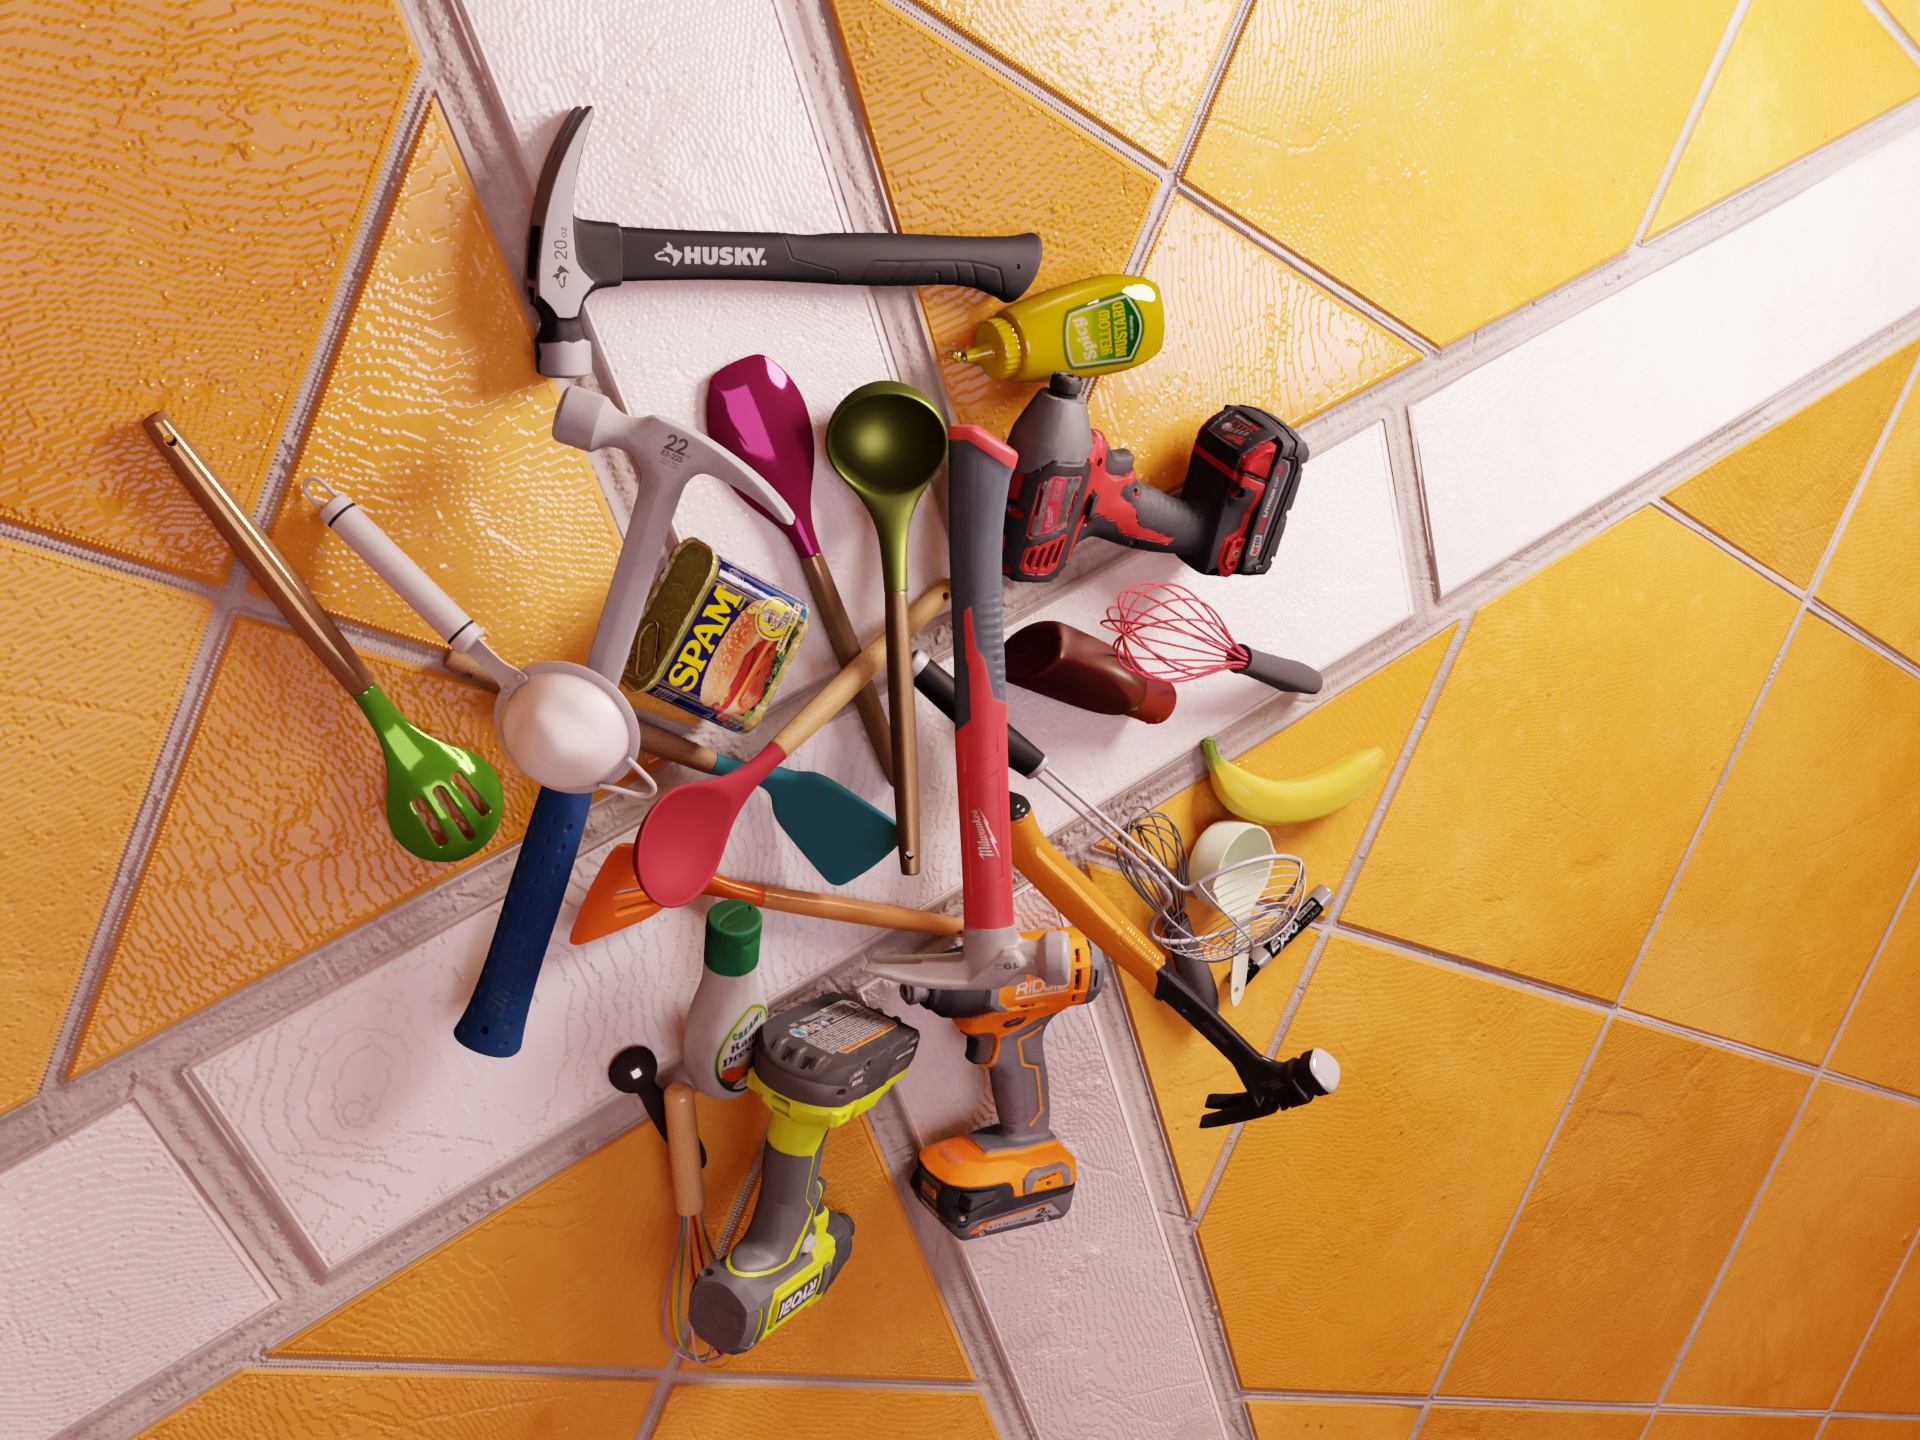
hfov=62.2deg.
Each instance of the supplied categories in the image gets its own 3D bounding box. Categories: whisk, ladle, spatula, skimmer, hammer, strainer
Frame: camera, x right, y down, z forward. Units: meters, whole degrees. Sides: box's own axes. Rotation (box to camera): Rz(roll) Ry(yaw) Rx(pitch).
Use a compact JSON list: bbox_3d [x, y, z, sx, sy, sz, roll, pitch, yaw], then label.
[{"bbox_3d":[-0.187,0.364,1.132,0.051,0.047,0.244,-17,117,-34],"label":"whisk"},{"bbox_3d":[-0.041,-0.056,1.025,0.078,0.062,0.320,-3,95,1],"label":"ladle"},{"bbox_3d":[-0.115,0.131,1.099,0.322,0.041,0.081,14,114,-36],"label":"spatula"},{"bbox_3d":[0.174,0.161,1.289,0.055,0.055,0.238,-35,127,-16],"label":"whisk"},{"bbox_3d":[0.104,0.057,1.165,0.363,0.090,0.127,40,122,-13],"label":"skimmer"},{"bbox_3d":[-0.221,0.018,0.946,0.144,0.035,0.405,19,104,-6],"label":"hammer"},{"bbox_3d":[0.127,0.177,1.173,0.336,0.127,0.034,45,43,-14],"label":"hammer"},{"bbox_3d":[-0.181,0.026,1.017,0.317,0.044,0.082,25,134,-32],"label":"spatula"},{"bbox_3d":[-0.002,-0.003,1.075,0.143,0.038,0.386,-1,103,5],"label":"hammer"},{"bbox_3d":[-0.100,0.002,1.023,0.315,0.031,0.069,-46,129,-31],"label":"ladle"},{"bbox_3d":[-0.095,-0.286,0.965,0.334,0.035,0.146,-8,112,-29],"label":"hammer"},{"bbox_3d":[-0.273,-0.039,0.892,0.087,0.050,0.258,-40,99,24],"label":"strainer"},{"bbox_3d":[0.198,-0.050,1.190,0.295,0.073,0.073,12,101,-50],"label":"whisk"}]

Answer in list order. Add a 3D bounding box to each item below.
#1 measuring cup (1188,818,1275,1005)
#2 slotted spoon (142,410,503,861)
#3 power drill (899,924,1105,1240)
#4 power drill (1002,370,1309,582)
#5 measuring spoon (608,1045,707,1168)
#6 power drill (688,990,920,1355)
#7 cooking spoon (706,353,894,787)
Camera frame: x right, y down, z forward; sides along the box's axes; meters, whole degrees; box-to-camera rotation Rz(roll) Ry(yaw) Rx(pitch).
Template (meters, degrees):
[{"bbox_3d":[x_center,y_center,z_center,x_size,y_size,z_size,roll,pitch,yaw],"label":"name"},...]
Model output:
[{"bbox_3d":[0.219,0.159,1.313,0.083,0.038,0.167,-22,121,-39],"label":"measuring cup"},{"bbox_3d":[-0.356,-0.037,0.900,0.070,0.031,0.313,-39,122,-18],"label":"slotted spoon"},{"bbox_3d":[0.021,0.272,1.213,0.164,0.084,0.226,-2,104,-31],"label":"power drill"},{"bbox_3d":[0.126,-0.168,1.109,0.219,0.079,0.143,-3,121,-28],"label":"power drill"},{"bbox_3d":[-0.205,0.276,1.110,0.034,0.018,0.124,-36,123,-16],"label":"measuring spoon"},{"bbox_3d":[-0.106,0.316,1.131,0.171,0.080,0.223,-10,118,-63],"label":"power drill"},{"bbox_3d":[-0.090,-0.088,1.049,0.069,0.017,0.318,-30,120,-19],"label":"cooking spoon"}]
